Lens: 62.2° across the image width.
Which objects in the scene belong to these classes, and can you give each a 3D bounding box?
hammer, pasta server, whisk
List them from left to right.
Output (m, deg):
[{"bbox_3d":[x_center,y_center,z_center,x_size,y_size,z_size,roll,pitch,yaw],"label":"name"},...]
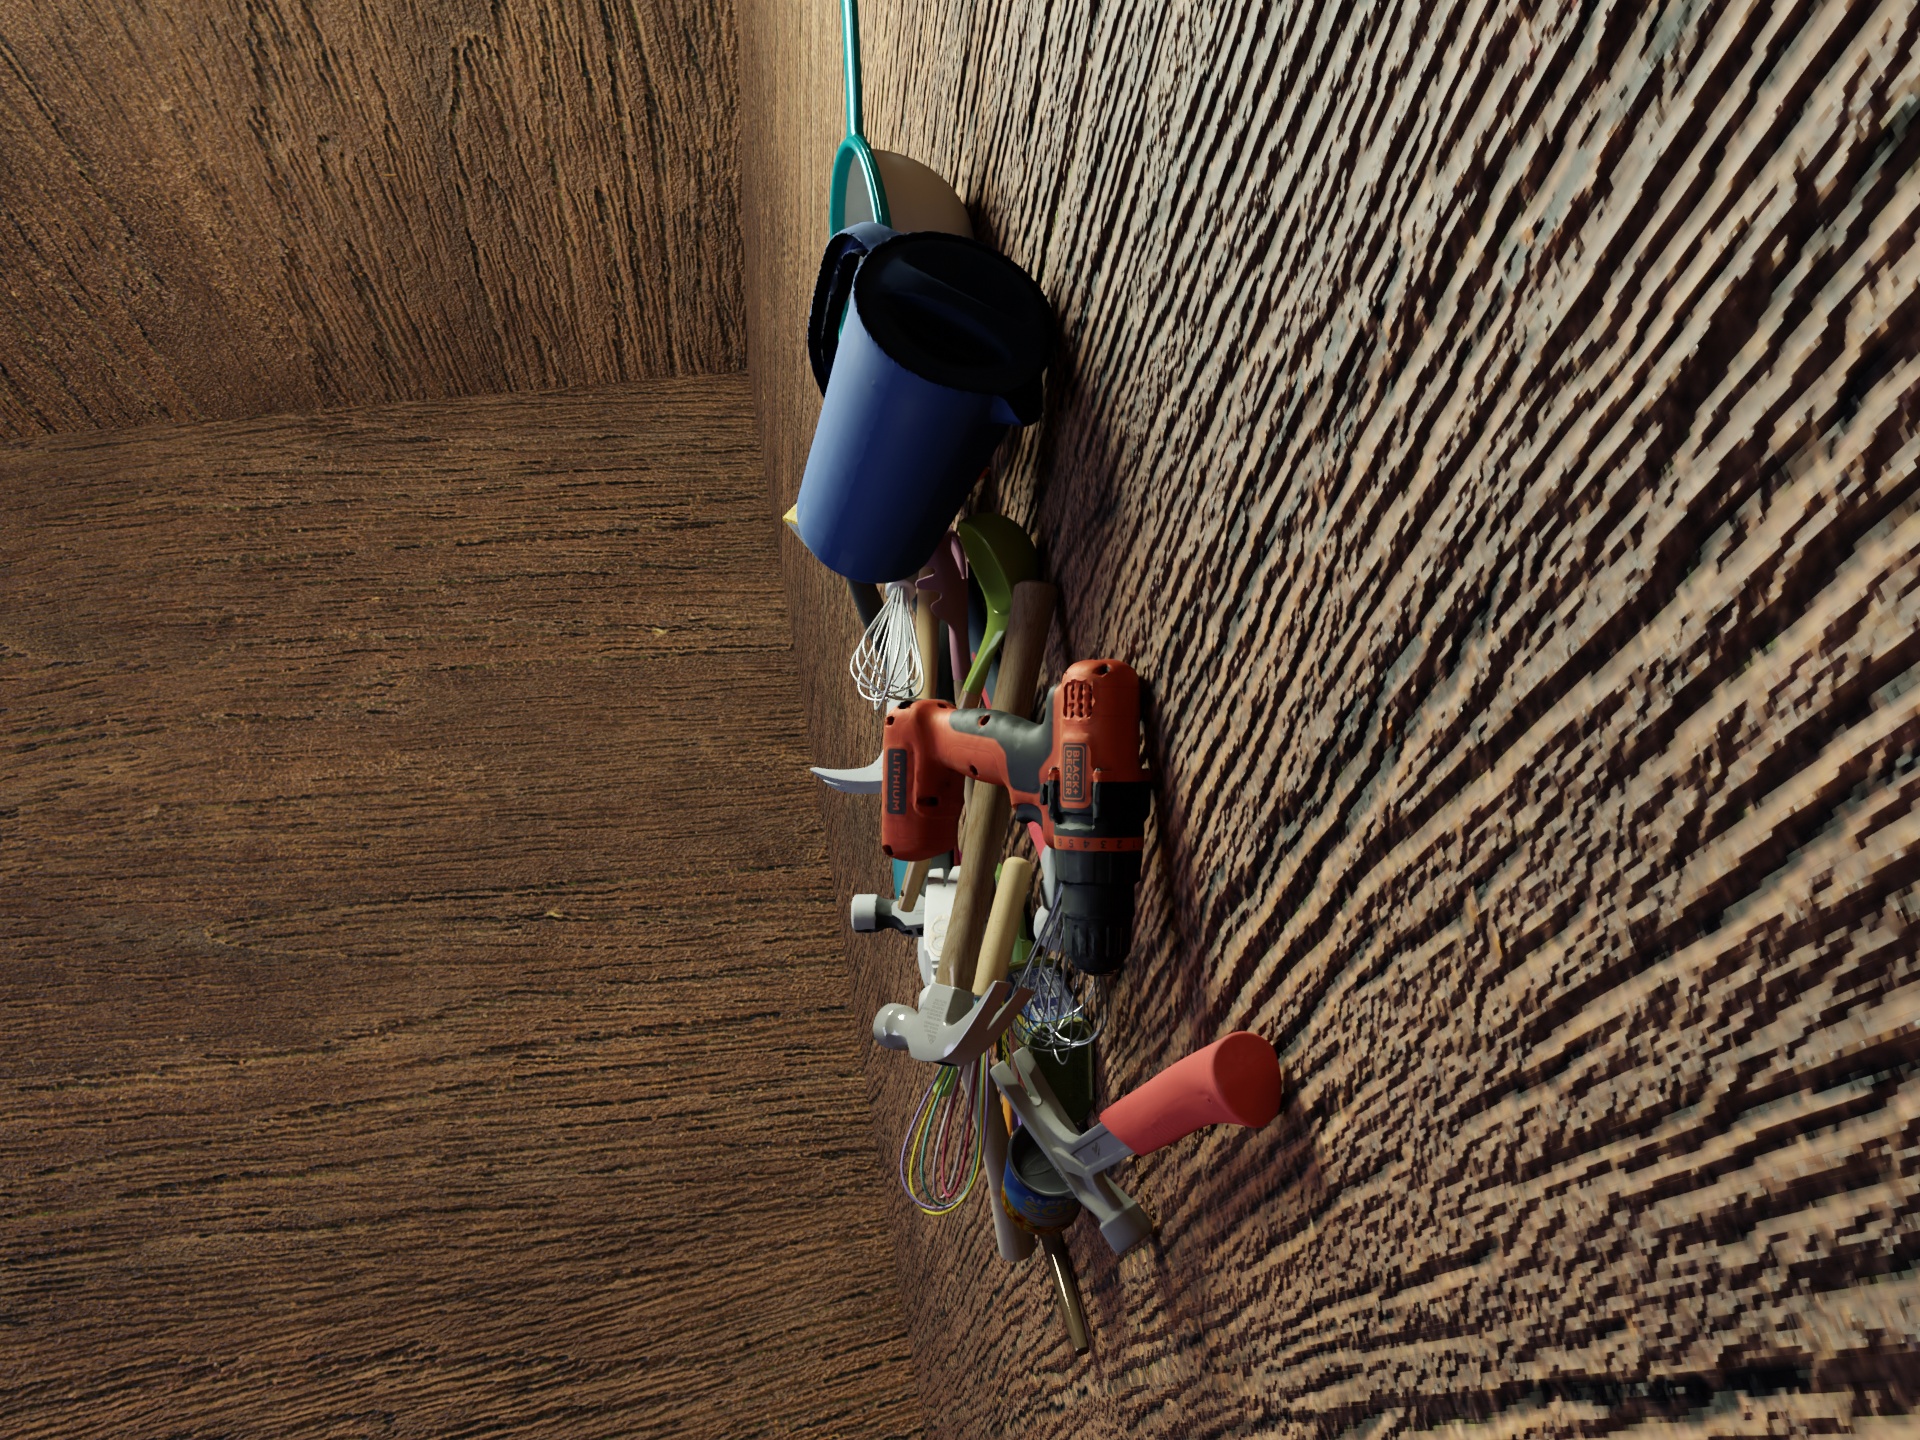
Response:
[{"bbox_3d":[-0.076,-0.077,1.608,0.330,0.033,0.128,70,-177,-51],"label":"hammer"},{"bbox_3d":[-0.060,-0.113,1.425,0.035,0.144,0.406,44,-144,-46],"label":"hammer"},{"bbox_3d":[-0.048,-0.097,1.255,0.247,0.057,0.059,-85,16,-47],"label":"whisk"},{"bbox_3d":[-0.014,0.024,1.374,0.035,0.146,0.335,78,-169,-61],"label":"hammer"},{"bbox_3d":[-0.002,-0.004,1.225,0.060,0.040,0.316,-16,-80,-68],"label":"pasta server"},{"bbox_3d":[0.015,0.210,1.072,0.047,0.051,0.245,-19,51,59],"label":"whisk"},{"bbox_3d":[0.020,0.304,1.304,0.146,0.038,0.410,-88,-10,-50],"label":"hammer"},{"bbox_3d":[0.020,0.066,1.066,0.130,0.031,0.331,-1,74,55],"label":"hammer"},{"bbox_3d":[0.037,-0.014,1.219,0.387,0.038,0.143,-108,16,-47],"label":"hammer"},{"bbox_3d":[0.078,0.113,1.044,0.070,0.070,0.284,-112,23,-55],"label":"whisk"},{"bbox_3d":[0.102,0.227,0.930,0.149,0.037,0.359,54,159,14],"label":"hammer"}]

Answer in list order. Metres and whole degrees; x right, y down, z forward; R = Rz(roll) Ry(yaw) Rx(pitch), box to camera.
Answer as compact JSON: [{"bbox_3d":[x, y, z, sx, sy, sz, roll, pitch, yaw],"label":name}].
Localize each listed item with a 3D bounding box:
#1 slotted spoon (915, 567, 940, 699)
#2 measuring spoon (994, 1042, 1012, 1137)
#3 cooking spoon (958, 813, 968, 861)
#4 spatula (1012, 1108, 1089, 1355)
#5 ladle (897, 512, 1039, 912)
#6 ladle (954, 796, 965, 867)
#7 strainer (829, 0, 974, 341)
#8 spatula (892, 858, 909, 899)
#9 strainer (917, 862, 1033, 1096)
[{"bbox_3d":[-0.027,-0.129,1.340,0.070,0.031,0.314,-30,49,43],"label":"slotted spoon"},{"bbox_3d":[0.036,0.318,1.369,0.021,0.011,0.116,-115,18,-57],"label":"measuring spoon"},{"bbox_3d":[0.009,0.113,1.528,0.318,0.017,0.069,103,144,-63],"label":"cooking spoon"},{"bbox_3d":[0.069,0.420,1.417,0.316,0.018,0.059,-108,10,-51],"label":"spatula"},{"bbox_3d":[-0.009,0.001,1.178,0.078,0.062,0.320,46,124,55],"label":"ladle"},{"bbox_3d":[-0.008,0.158,1.461,0.069,0.031,0.315,-110,20,-72],"label":"ladle"},{"bbox_3d":[-0.040,-0.402,1.208,0.211,0.095,0.340,-134,40,-69],"label":"strainer"},{"bbox_3d":[-0.008,0.163,1.530,0.317,0.044,0.082,159,105,-74],"label":"spatula"},{"bbox_3d":[-0.011,0.240,1.400,0.152,0.069,0.256,-115,34,-51],"label":"strainer"}]
